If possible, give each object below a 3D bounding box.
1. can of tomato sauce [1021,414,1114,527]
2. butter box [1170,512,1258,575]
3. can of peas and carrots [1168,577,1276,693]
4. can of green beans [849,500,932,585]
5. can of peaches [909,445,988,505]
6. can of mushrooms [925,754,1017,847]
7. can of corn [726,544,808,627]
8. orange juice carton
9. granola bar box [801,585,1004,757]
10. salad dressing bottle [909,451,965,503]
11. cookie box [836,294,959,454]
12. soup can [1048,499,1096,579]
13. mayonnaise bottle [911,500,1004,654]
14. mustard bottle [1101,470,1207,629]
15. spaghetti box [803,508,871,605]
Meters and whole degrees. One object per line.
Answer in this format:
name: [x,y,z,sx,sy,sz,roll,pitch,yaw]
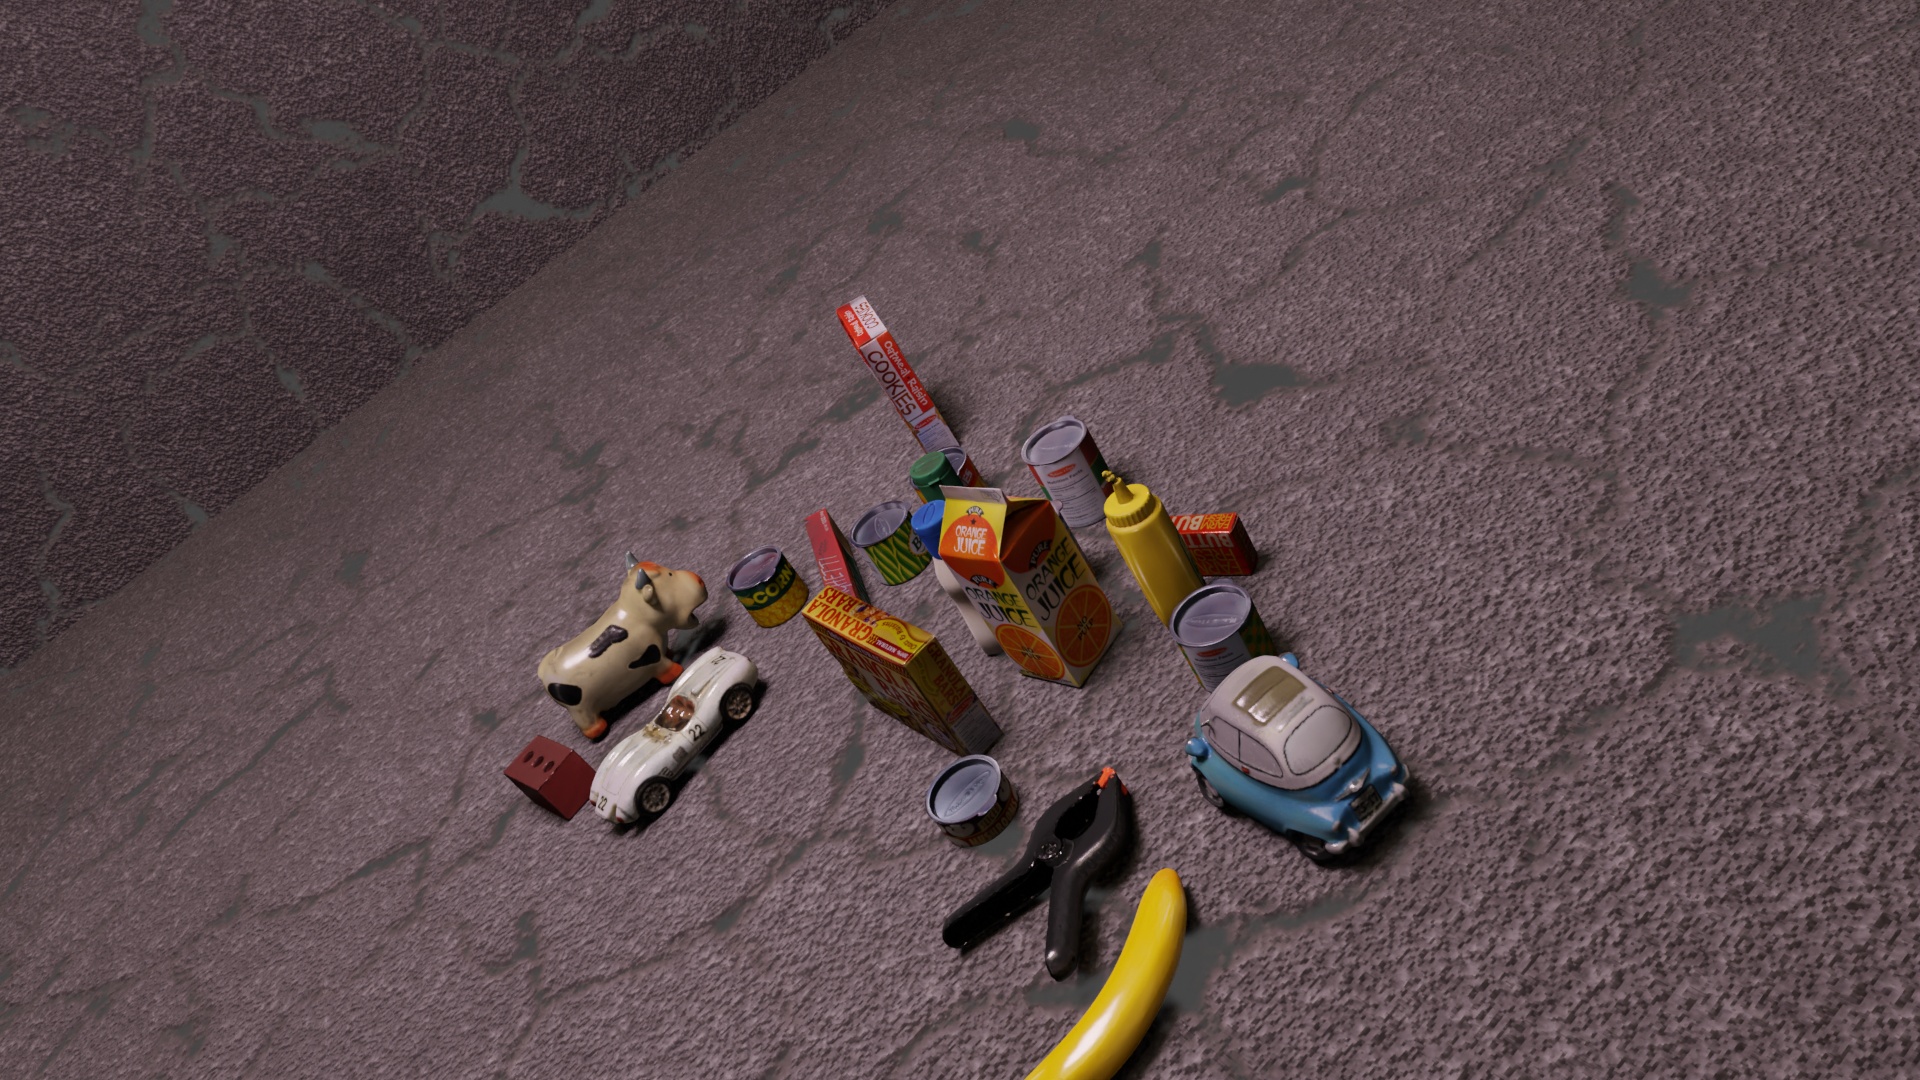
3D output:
can of tomato sauce: [0.106,-0.065,1.310,0.071,0.082,0.071,-23,33,16]
butter box: [0.194,0.004,1.168,0.103,0.053,0.024,-2,43,39]
can of peas and carrots: [0.202,0.074,1.062,0.071,0.058,0.071,-23,33,16]
can of green beans: [-0.069,0.003,1.394,0.071,0.057,0.071,-23,33,16]
can of peaches: [-0.009,-0.053,1.418,0.071,0.058,0.071,-23,33,16]
can of mushrooms: [0.010,0.203,1.077,0.071,0.033,0.071,-23,33,16]
can of corn: [-0.199,0.049,1.444,0.071,0.058,0.071,-23,33,16]
orange juice carton: [0.051,0.027,1.131,0.072,0.192,0.073,8,50,46]
granola bar box: [-0.052,0.111,1.169,0.039,0.123,0.165,-45,34,-18]
salad dressing bottle: [0.005,-0.016,1.271,0.064,0.147,0.044,-28,32,9]
cookie box: [-0.071,-0.179,1.539,0.040,0.167,0.123,-33,32,1]
soup can: [0.077,0.014,1.228,0.071,0.083,0.072,-23,33,16]
mayonnaise bottle: [0.007,0.030,1.206,0.041,0.147,0.065,-16,36,26]
mustard bottle: [0.152,0.004,1.104,0.049,0.159,0.065,-29,32,7]
spaghetti box: [-0.115,0.047,1.381,0.028,0.050,0.251,-31,32,3]
